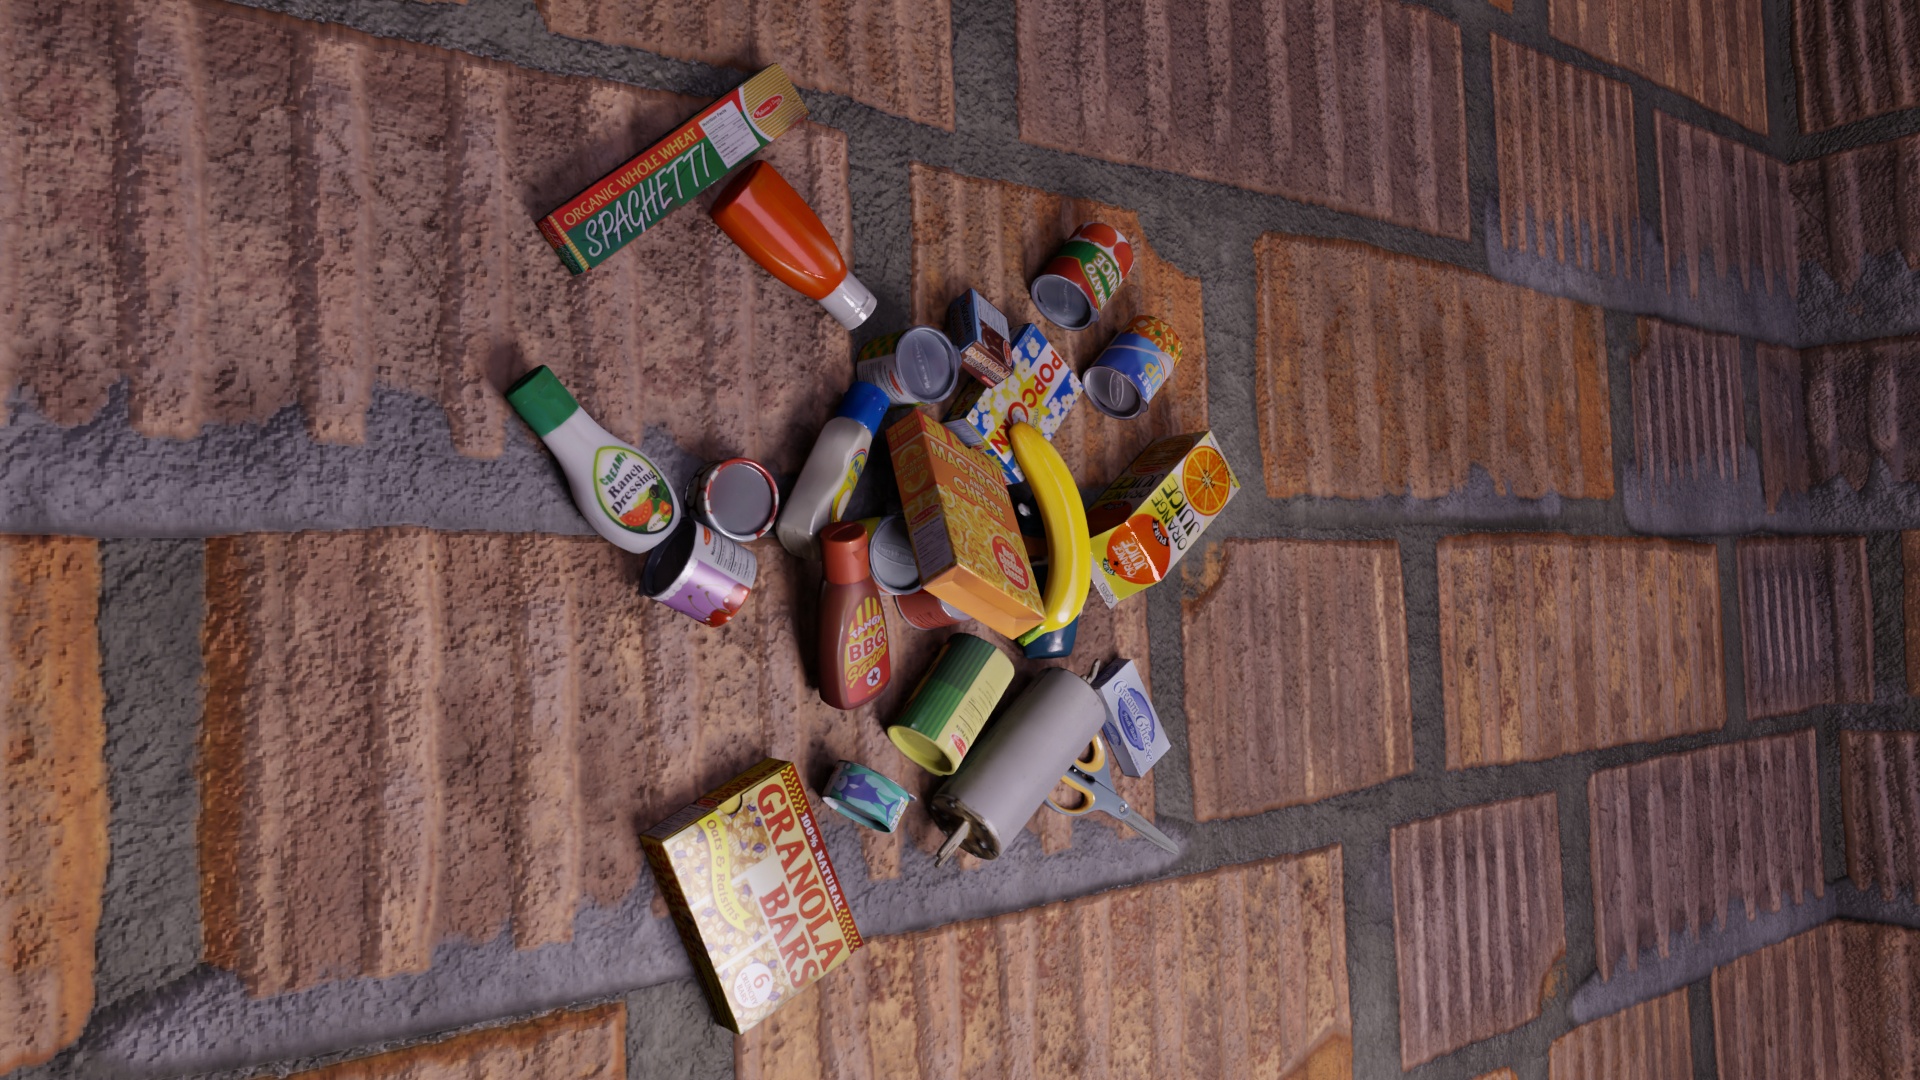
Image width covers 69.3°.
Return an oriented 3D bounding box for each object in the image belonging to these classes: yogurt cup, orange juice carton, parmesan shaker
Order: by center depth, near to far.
[{"bbox_3d":[-0.007,0.138,1.175,0.071,0.071,0.103,49,58,-25],"label":"parmesan shaker"},{"bbox_3d":[-0.014,0.042,1.182,0.072,0.054,0.072,3,85,-38],"label":"yogurt cup"},{"bbox_3d":[0.180,-0.021,1.332,0.193,0.073,0.071,-45,114,-32],"label":"orange juice carton"}]

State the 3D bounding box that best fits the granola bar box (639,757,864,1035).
[{"bbox_3d":[-0.156,0.269,1.060,0.125,0.039,0.165,-28,104,-37],"label":"granola bar box"}]

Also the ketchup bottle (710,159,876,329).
[{"bbox_3d":[-0.129,-0.232,1.118,0.148,0.043,0.065,44,62,-28],"label":"ketchup bottle"}]

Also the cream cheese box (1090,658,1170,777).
[{"bbox_3d":[0.161,0.170,1.333,0.053,0.024,0.103,-38,110,-36],"label":"cream cheese box"}]

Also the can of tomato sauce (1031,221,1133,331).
[{"bbox_3d":[0.117,-0.248,1.301,0.071,0.071,0.083,50,58,-25],"label":"can of tomato sauce"}]

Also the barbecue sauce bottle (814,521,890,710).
[{"bbox_3d":[-0.088,0.058,1.094,0.065,0.044,0.147,-32,130,-43],"label":"barbecue sauce bottle"}]

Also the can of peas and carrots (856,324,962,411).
[{"bbox_3d":[-0.043,-0.145,1.171,0.071,0.058,0.071,4,84,-39],"label":"can of peas and carrots"}]

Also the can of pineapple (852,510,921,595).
[{"bbox_3d":[-0.063,0.011,1.143,0.071,0.058,0.071,3,85,-39],"label":"can of pineapple"}]

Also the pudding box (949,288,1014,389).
[{"bbox_3d":[0.018,-0.178,1.216,0.049,0.030,0.084,36,32,-32],"label":"pudding box"}]

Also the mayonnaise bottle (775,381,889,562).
[{"bbox_3d":[-0.101,-0.059,1.118,0.064,0.041,0.148,85,26,-64],"label":"mayonnaise bottle"}]

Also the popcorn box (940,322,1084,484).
[{"bbox_3d":[0.049,-0.123,1.256,0.085,0.038,0.127,48,59,-26],"label":"popcorn box"}]

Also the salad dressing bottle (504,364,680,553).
[{"bbox_3d":[-0.263,-0.058,0.995,0.147,0.044,0.064,53,56,-23],"label":"salad dressing bottle"}]

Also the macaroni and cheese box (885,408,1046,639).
[{"bbox_3d":[0.004,-0.014,1.143,0.123,0.040,0.167,33,33,-45],"label":"macaroni and cheese box"}]

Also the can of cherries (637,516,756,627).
[{"bbox_3d":[-0.195,0.026,1.033,0.058,0.071,0.072,32,68,-34],"label":"can of cherries"}]

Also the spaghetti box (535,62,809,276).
[{"bbox_3d":[-0.215,-0.287,1.062,0.251,0.028,0.050,-47,115,-32],"label":"spaghetti box"}]

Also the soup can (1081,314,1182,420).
[{"bbox_3d":[0.168,-0.166,1.336,0.071,0.071,0.084,53,57,-23],"label":"soup can"}]

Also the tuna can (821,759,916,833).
[{"bbox_3d":[-0.074,0.206,1.112,0.071,0.071,0.033,40,65,-30],"label":"tuna can"}]

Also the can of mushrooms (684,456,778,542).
[{"bbox_3d":[-0.175,-0.033,1.072,0.071,0.033,0.071,3,85,-38],"label":"can of mushrooms"}]
